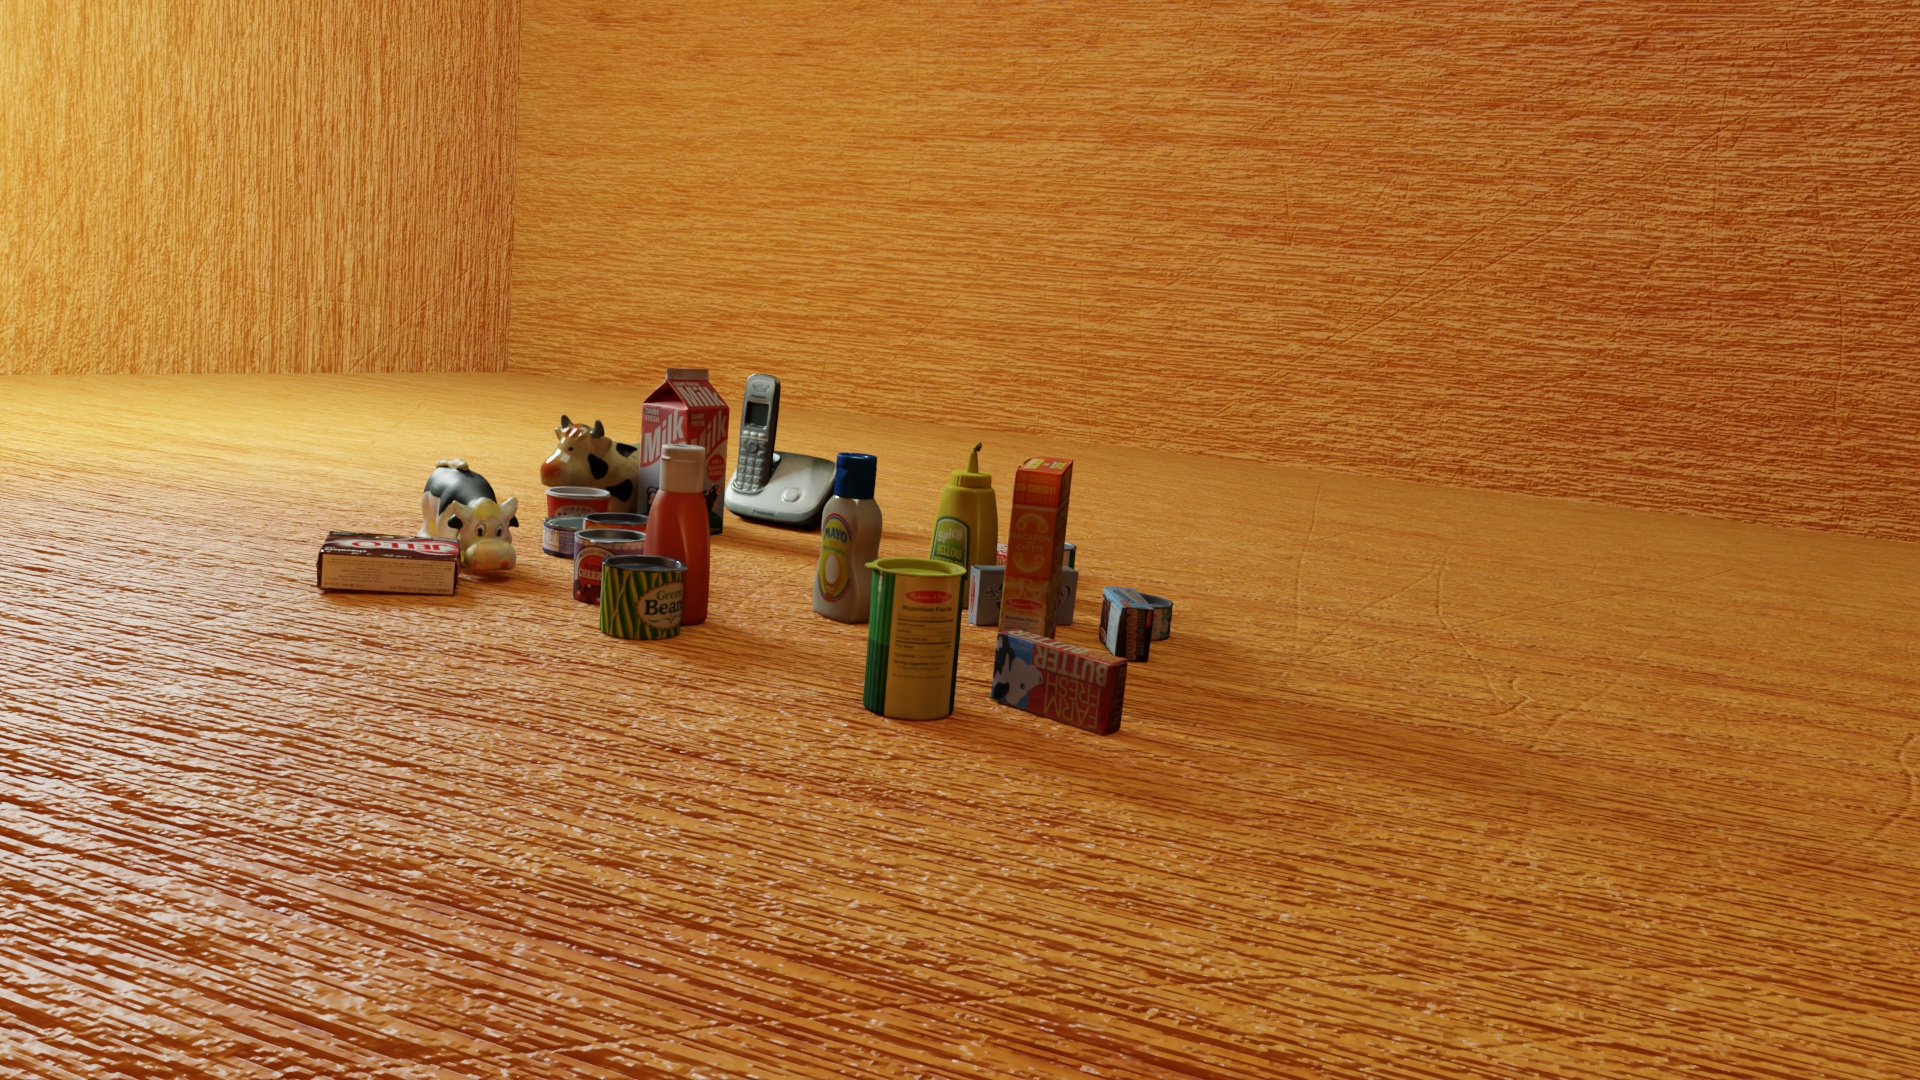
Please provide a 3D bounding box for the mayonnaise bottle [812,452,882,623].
[{"bbox_3d":[-0.099,-0.004,1.242,0.065,0.147,0.041,13,12,43],"label":"mayonnaise bottle"}]

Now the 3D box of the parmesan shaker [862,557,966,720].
[{"bbox_3d":[-0.036,0.068,0.977,0.071,0.103,0.071,5,9,-1],"label":"parmesan shaker"}]

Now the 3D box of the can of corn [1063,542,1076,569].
[{"bbox_3d":[0.083,0.031,1.414,0.071,0.058,0.071,5,9,-1],"label":"can of corn"}]

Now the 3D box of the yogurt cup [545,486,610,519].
[{"bbox_3d":[-0.416,-0.028,1.507,0.072,0.054,0.072,5,9,-1],"label":"yogurt cup"}]

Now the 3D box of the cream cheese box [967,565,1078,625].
[{"bbox_3d":[0.058,0.051,1.290,0.104,0.053,0.024,1,10,-25],"label":"cream cheese box"}]

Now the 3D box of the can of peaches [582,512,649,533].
[{"bbox_3d":[-0.327,0.007,1.332,0.071,0.058,0.071,5,9,-1],"label":"can of peaches"}]

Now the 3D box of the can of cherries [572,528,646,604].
[{"bbox_3d":[-0.312,0.023,1.236,0.071,0.058,0.071,5,9,-1],"label":"can of cherries"}]

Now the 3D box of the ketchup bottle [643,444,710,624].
[{"bbox_3d":[-0.240,-0.006,1.178,0.065,0.148,0.043,12,11,38],"label":"ketchup bottle"}]

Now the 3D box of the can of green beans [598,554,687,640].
[{"bbox_3d":[-0.259,0.046,1.130,0.071,0.057,0.071,5,9,-1],"label":"can of green beans"}]

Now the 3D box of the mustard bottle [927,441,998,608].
[{"bbox_3d":[0.005,-0.017,1.345,0.065,0.160,0.049,11,10,35],"label":"mustard bottle"}]

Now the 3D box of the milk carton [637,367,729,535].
[{"bbox_3d":[-0.318,-0.103,1.598,0.073,0.190,0.072,10,10,30],"label":"milk carton"}]

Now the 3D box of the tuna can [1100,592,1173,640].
[{"bbox_3d":[0.164,0.070,1.298,0.071,0.032,0.071,5,9,-1],"label":"tuna can"}]

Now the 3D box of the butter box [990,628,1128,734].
[{"bbox_3d":[0.070,0.100,0.995,0.103,0.053,0.024,13,11,38],"label":"butter box"}]

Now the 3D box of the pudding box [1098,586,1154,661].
[{"bbox_3d":[0.145,0.072,1.220,0.030,0.049,0.084,4,9,-6],"label":"pudding box"}]

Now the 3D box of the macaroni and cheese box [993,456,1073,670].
[{"bbox_3d":[0.060,0.019,1.134,0.040,0.166,0.124,6,9,8],"label":"macaroni and cheese box"}]
